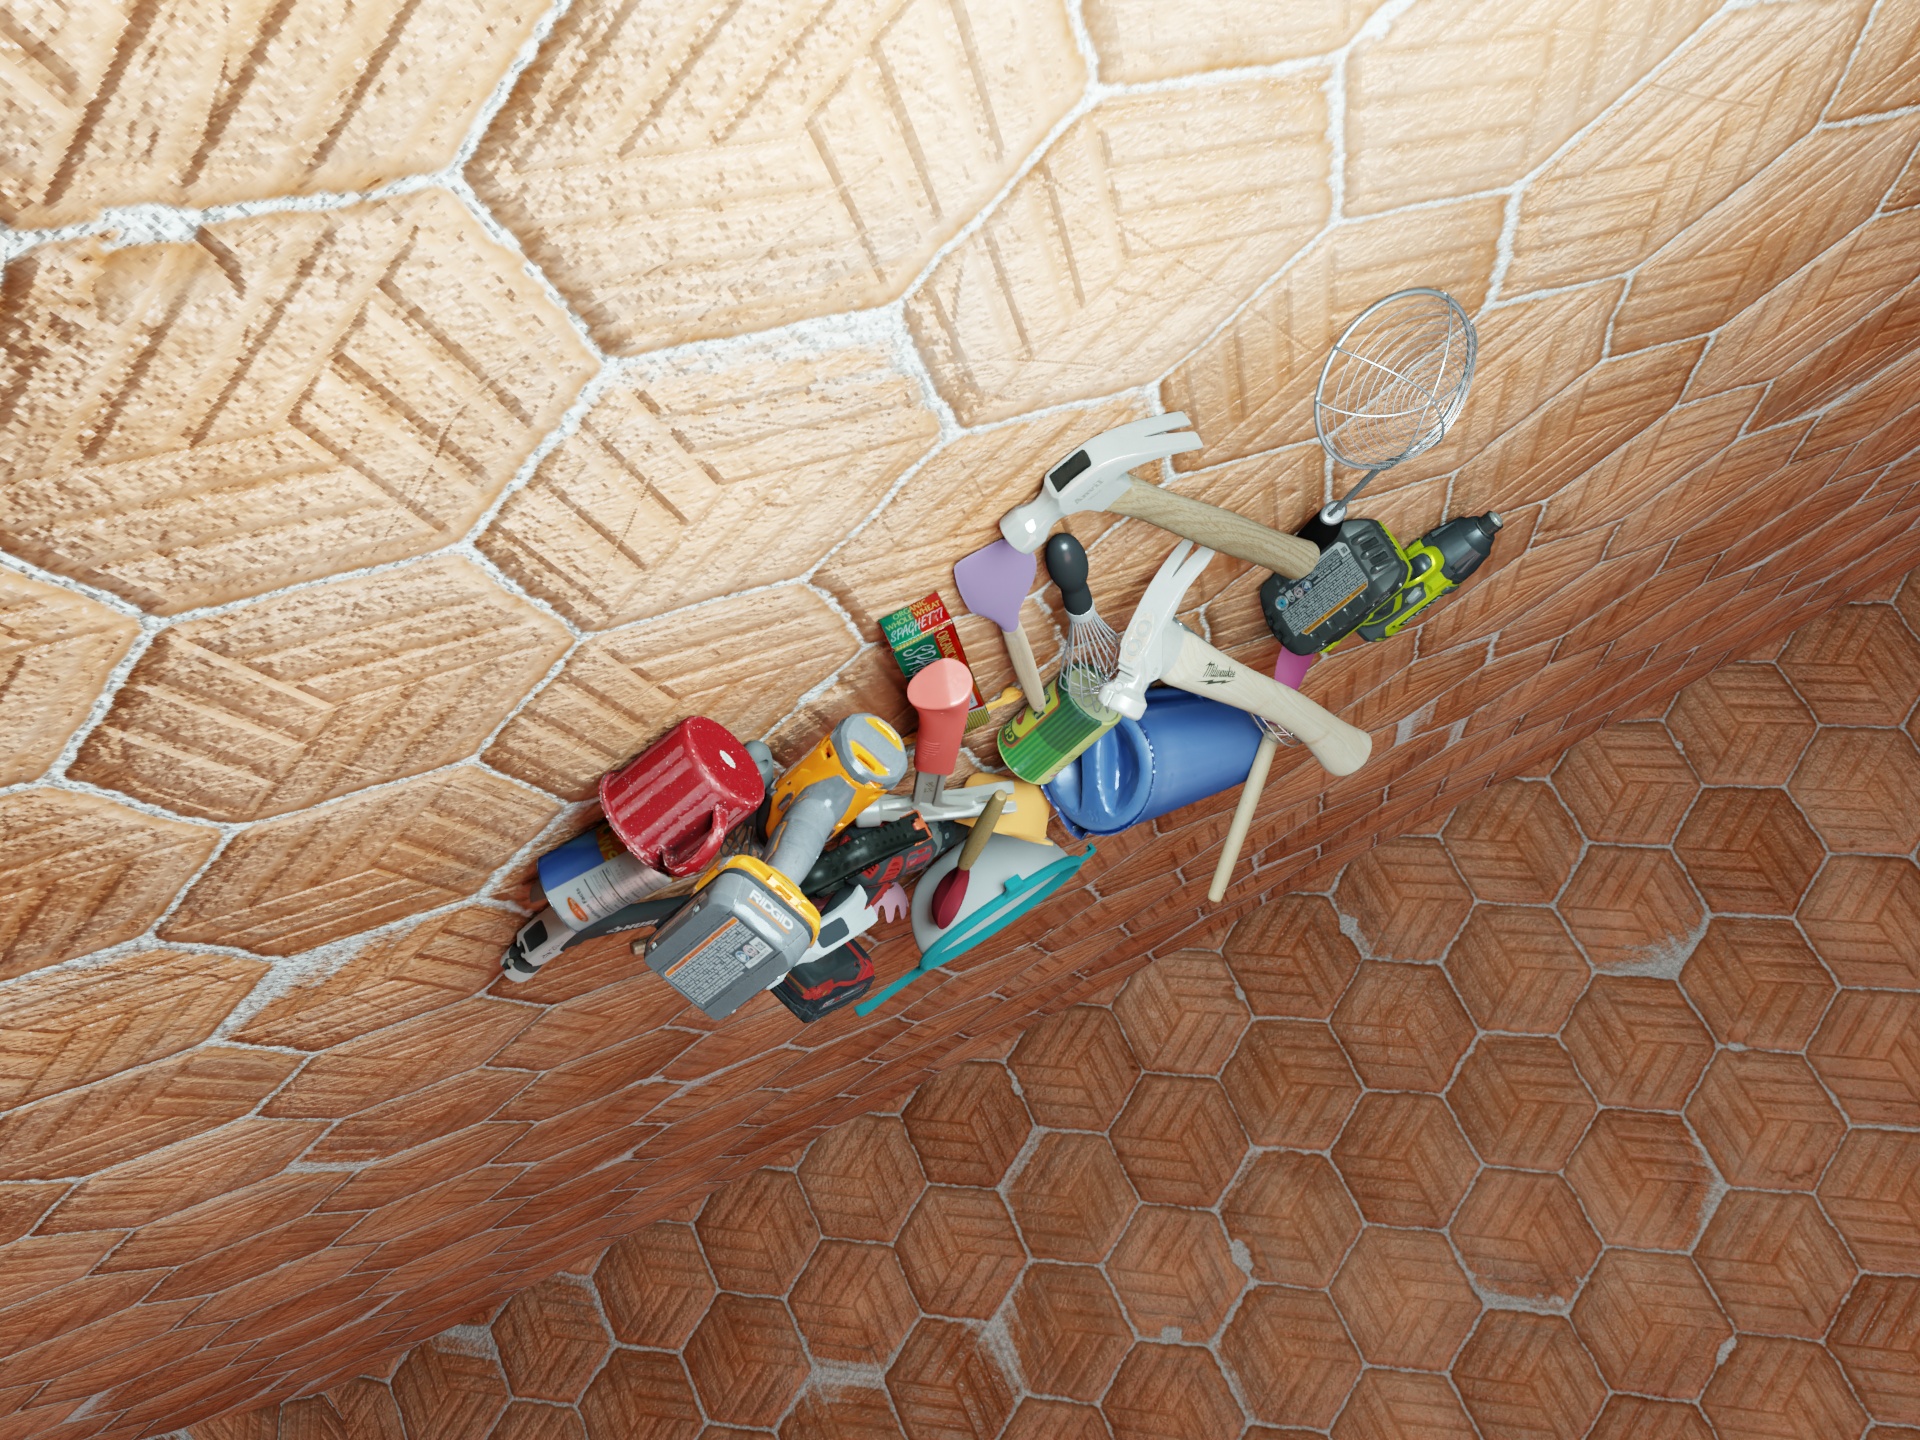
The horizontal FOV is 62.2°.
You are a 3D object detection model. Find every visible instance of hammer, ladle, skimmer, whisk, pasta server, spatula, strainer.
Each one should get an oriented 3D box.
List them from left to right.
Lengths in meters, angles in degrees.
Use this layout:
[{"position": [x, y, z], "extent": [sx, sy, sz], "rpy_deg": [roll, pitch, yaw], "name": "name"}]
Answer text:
[{"position": [-0.242, 0.166, 1.453], "extent": [0.334, 0.035, 0.146], "rpy_deg": [-6, 153, -47], "name": "hammer"}, {"position": [-0.171, 0.077, 1.301], "extent": [0.055, 0.055, 0.238], "rpy_deg": [-21, 156, -18], "name": "whisk"}, {"position": [-0.172, 0.196, 1.417], "extent": [0.128, 0.033, 0.331], "rpy_deg": [-28, -177, -26], "name": "hammer"}, {"position": [-0.188, 0.202, 1.620], "extent": [0.316, 0.060, 0.040], "rpy_deg": [-11, 126, -33], "name": "pasta server"}, {"position": [-0.021, 0.213, 1.764], "extent": [0.340, 0.095, 0.211], "rpy_deg": [-39, 167, 29], "name": "strainer"}, {"position": [-0.010, 0.026, 1.291], "extent": [0.149, 0.037, 0.359], "rpy_deg": [-6, 163, -6], "name": "hammer"}, {"position": [0.009, 0.127, 1.490], "extent": [0.069, 0.031, 0.315], "rpy_deg": [-61, 177, -26], "name": "ladle"}, {"position": [0.044, -0.066, 1.232], "extent": [0.060, 0.018, 0.315], "rpy_deg": [-27, 158, -1], "name": "spatula"}, {"position": [0.096, -0.075, 1.239], "extent": [0.070, 0.070, 0.284], "rpy_deg": [-27, 156, 1], "name": "whisk"}, {"position": [0.173, -0.145, 1.144], "extent": [0.130, 0.031, 0.331], "rpy_deg": [-39, 152, 29], "name": "hammer"}, {"position": [0.252, -0.038, 1.451], "extent": [0.059, 0.058, 0.246], "rpy_deg": [-24, 142, 34], "name": "whisk"}, {"position": [0.267, -0.029, 1.384], "extent": [0.410, 0.038, 0.146], "rpy_deg": [21, 97, -50], "name": "hammer"}, {"position": [0.285, -0.201, 1.196], "extent": [0.127, 0.090, 0.363], "rpy_deg": [-28, 172, -9], "name": "skimmer"}]

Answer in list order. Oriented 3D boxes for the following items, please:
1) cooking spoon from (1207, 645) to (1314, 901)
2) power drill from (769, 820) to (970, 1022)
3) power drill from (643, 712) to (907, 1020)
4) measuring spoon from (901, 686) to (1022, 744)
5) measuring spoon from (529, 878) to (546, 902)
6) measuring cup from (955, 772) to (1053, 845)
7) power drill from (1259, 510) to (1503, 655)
[{"position": [0.301, 0.029, 1.558], "extent": [0.068, 0.017, 0.319], "rpy_deg": [7, 104, -52], "name": "cooking spoon"}, {"position": [-0.086, 0.174, 1.555], "extent": [0.188, 0.080, 0.226], "rpy_deg": [-15, 141, -59], "name": "power drill"}, {"position": [-0.136, 0.105, 1.151], "extent": [0.164, 0.084, 0.227], "rpy_deg": [-40, -167, 39], "name": "power drill"}, {"position": [-0.002, -0.004, 1.366], "extent": [0.117, 0.011, 0.021], "rpy_deg": [-23, 162, -2], "name": "measuring spoon"}, {"position": [-0.293, 0.117, 1.290], "extent": [0.124, 0.018, 0.034], "rpy_deg": [-23, -177, -31], "name": "measuring spoon"}, {"position": [0.056, 0.083, 1.495], "extent": [0.095, 0.052, 0.174], "rpy_deg": [10, 180, -18], "name": "measuring cup"}, {"position": [0.390, -0.132, 1.456], "extent": [0.223, 0.080, 0.171], "rpy_deg": [-11, 156, -48], "name": "power drill"}]
